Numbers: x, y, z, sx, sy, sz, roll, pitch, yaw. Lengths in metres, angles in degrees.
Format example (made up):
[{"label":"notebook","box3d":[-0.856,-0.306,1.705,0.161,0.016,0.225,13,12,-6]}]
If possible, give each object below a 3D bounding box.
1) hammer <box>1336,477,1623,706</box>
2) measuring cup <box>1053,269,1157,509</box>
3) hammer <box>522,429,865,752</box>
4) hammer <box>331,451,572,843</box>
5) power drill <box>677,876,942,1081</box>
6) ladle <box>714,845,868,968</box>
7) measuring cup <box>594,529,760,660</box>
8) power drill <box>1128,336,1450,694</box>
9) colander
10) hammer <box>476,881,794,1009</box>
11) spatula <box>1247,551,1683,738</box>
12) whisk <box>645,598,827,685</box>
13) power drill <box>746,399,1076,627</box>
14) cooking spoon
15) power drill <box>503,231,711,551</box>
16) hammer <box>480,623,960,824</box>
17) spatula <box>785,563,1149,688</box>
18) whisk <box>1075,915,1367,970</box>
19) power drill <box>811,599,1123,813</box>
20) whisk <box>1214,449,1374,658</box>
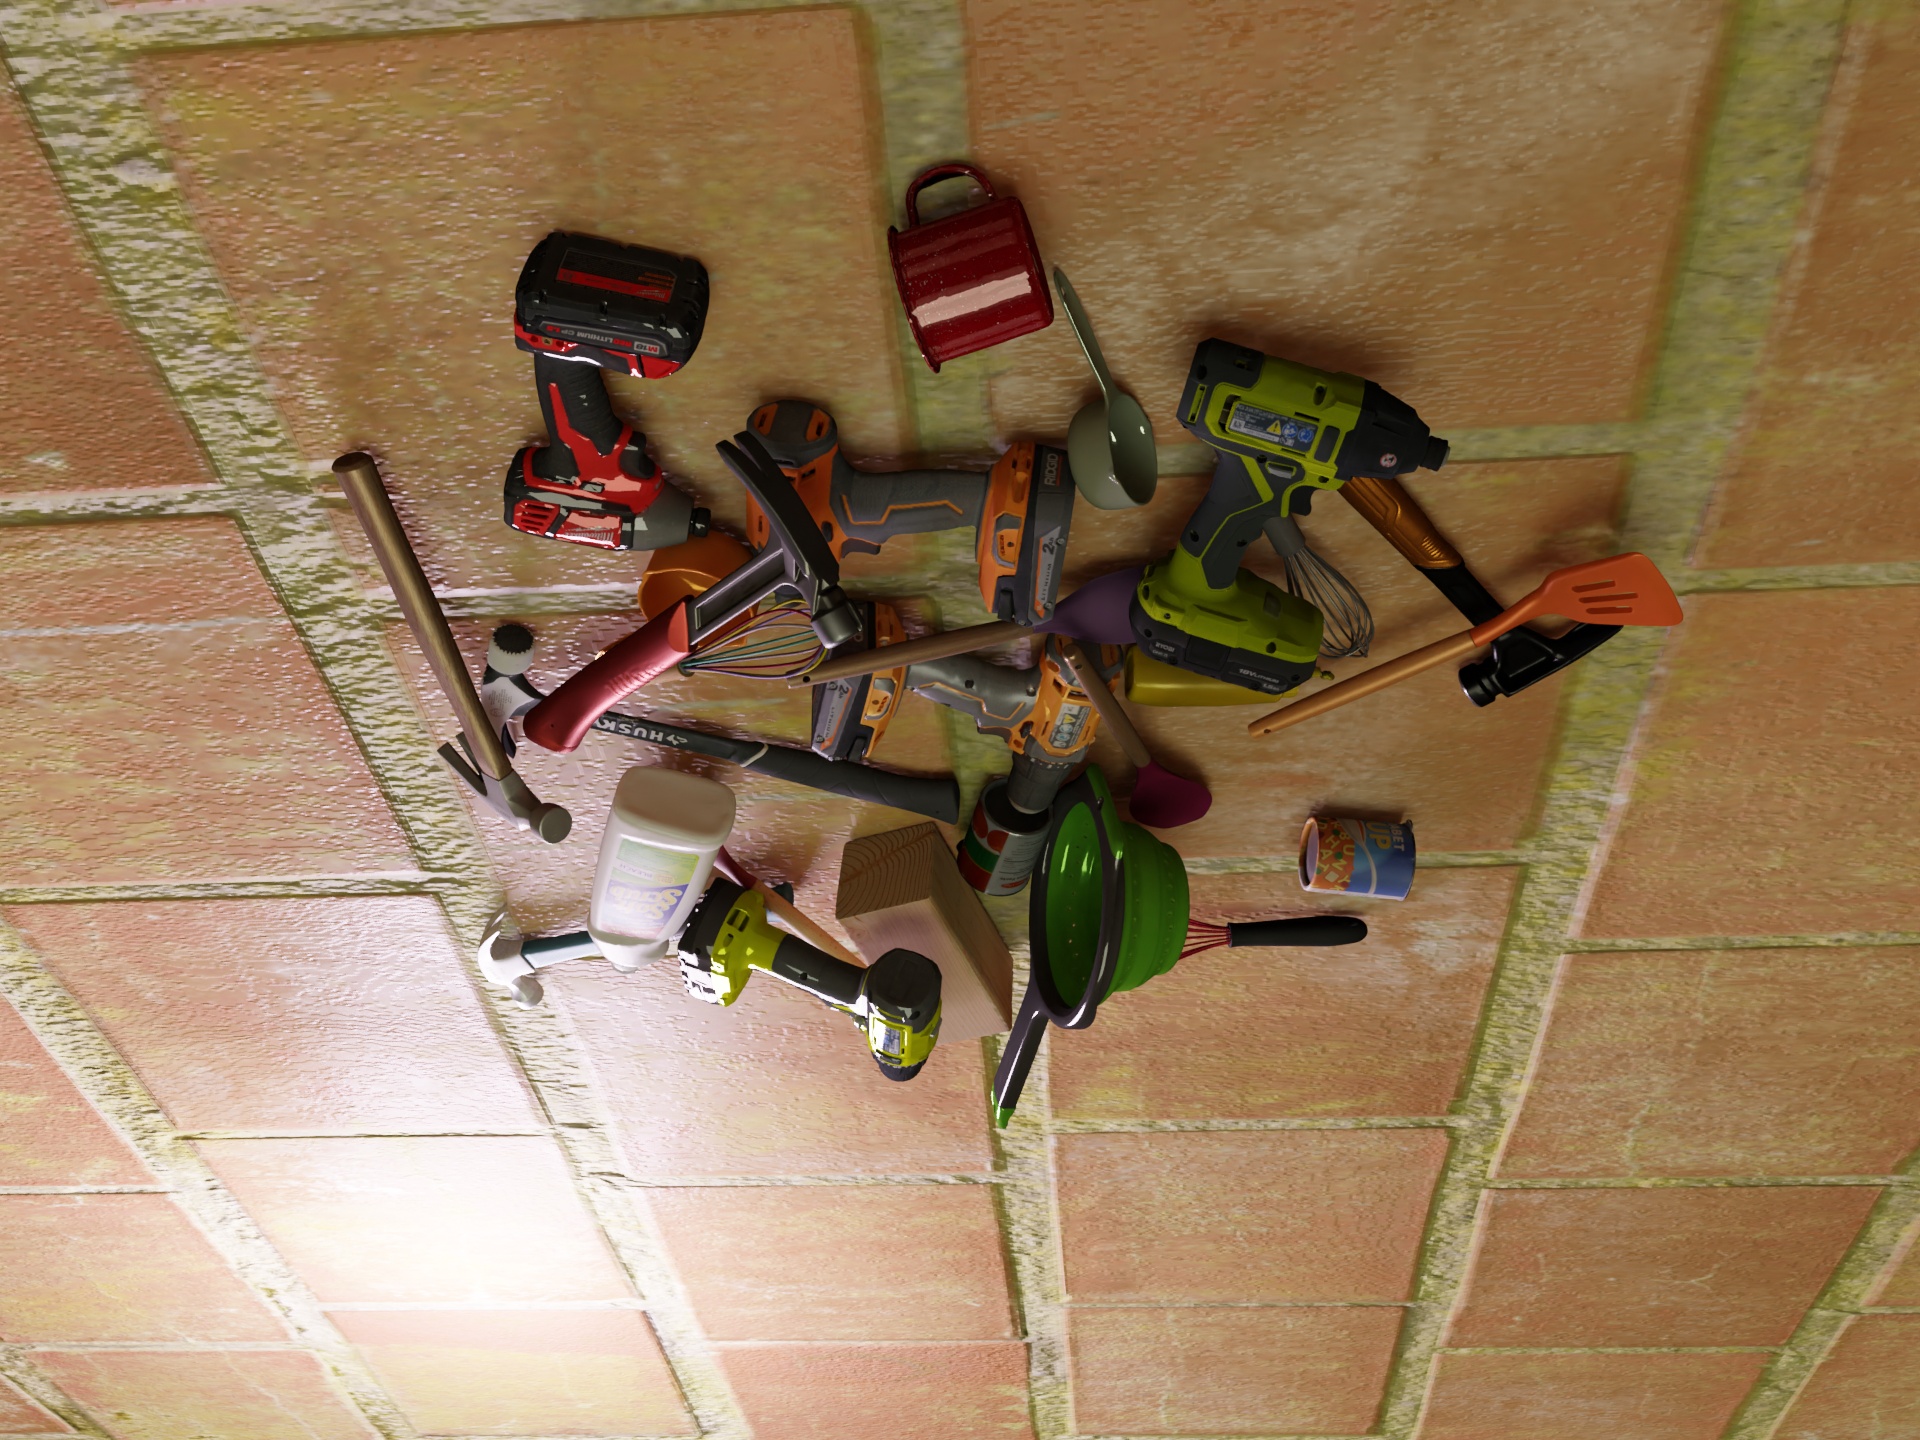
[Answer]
[{"label":"hammer","box3d":[0.335,-0.132,1.138,0.127,0.034,0.336,-34,125,32]},{"label":"measuring cup","box3d":[0.082,-0.216,1.054,0.038,0.083,0.167,-10,119,32]},{"label":"hammer","box3d":[-0.218,-0.063,1.132,0.359,0.037,0.149,-26,98,43]},{"label":"hammer","box3d":[-0.398,-0.053,1.216,0.130,0.031,0.331,19,136,41]},{"label":"power drill","box3d":[-0.124,0.237,1.395,0.228,0.080,0.190,21,147,10]},{"label":"ladle","box3d":[-0.168,0.163,1.425,0.315,0.031,0.069,42,128,-19]},{"label":"measuring cup","box3d":[-0.219,-0.088,1.202,0.173,0.052,0.095,-23,131,40]},{"label":"power drill","box3d":[0.211,-0.131,1.066,0.171,0.080,0.223,18,132,4]},{"label":"colander","box3d":[0.112,0.218,1.369,0.094,0.205,0.396,5,127,-14]},{"label":"hammer","box3d":[-0.307,0.202,1.503,0.331,0.033,0.128,-13,134,15]},{"label":"spatula","box3d":[0.357,-0.045,1.173,0.322,0.041,0.081,-25,130,29]},{"label":"whisk","box3d":[-0.186,-0.049,1.168,0.245,0.051,0.047,-9,115,37]},{"label":"power drill","box3d":[-0.040,-0.133,1.125,0.226,0.084,0.164,9,135,0]},{"label":"cooking spoon","box3d":[0.137,0.019,1.257,0.069,0.017,0.318,-19,148,14]},{"label":"power drill","box3d":[-0.231,-0.204,1.067,0.143,0.079,0.219,10,137,-7]},{"label":"hammer","box3d":[-0.193,0.028,1.323,0.408,0.036,0.149,14,135,-12]},{"label":"spatula","box3d":[0.027,-0.063,1.165,0.316,0.018,0.059,-13,115,-10]},{"label":"whisk","box3d":[0.227,0.197,1.458,0.296,0.073,0.073,-2,135,-2]},{"label":"power drill","box3d":[-0.002,-0.004,1.253,0.226,0.084,0.185,7,135,-11]},{"label":"whisk","box3d":[0.237,-0.128,1.142,0.055,0.055,0.238,-23,125,23]}]
